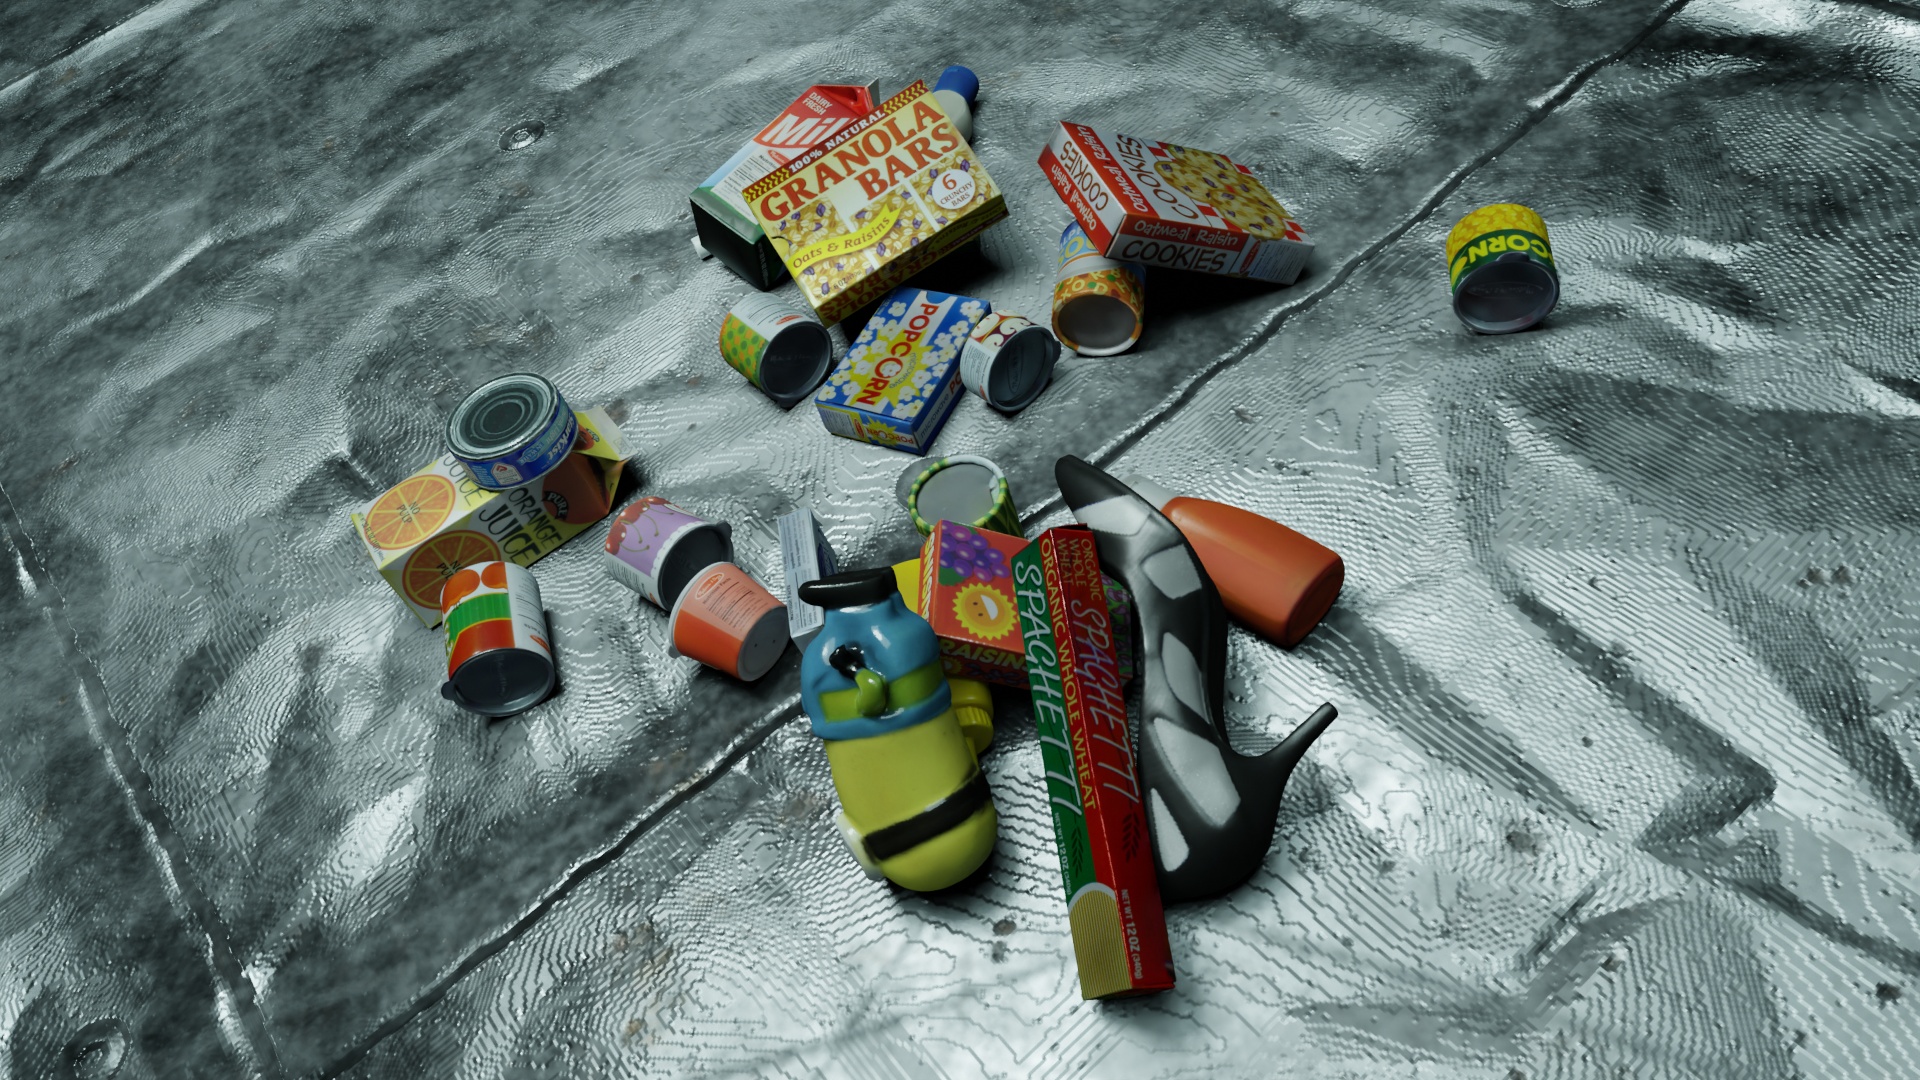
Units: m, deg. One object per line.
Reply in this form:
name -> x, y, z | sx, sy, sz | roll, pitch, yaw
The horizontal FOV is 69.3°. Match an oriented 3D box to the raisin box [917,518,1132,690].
raisin box -> 0.038, 0.043, 0.825 | 0.123, 0.039, 0.086 | 14, 51, -14

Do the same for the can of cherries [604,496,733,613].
can of cherries -> -0.196, 0.008, 0.942 | 0.058, 0.071, 0.072 | 24, 62, 33

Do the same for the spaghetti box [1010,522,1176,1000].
spaghetti box -> 0.067, 0.113, 0.740 | 0.029, 0.050, 0.251 | 4, 65, -27

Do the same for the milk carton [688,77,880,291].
milk carton -> -0.129, -0.305, 1.153 | 0.073, 0.072, 0.191 | 38, 72, 14

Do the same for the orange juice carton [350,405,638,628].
orange juice carton -> -0.330, -0.030, 1.009 | 0.193, 0.072, 0.072 | -35, 50, -13

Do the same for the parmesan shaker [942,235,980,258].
parmesan shaker -> -0.040, -0.250, 1.106 | 0.103, 0.071, 0.072 | -9, 50, 8

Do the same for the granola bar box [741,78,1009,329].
granola bar box -> -0.066, -0.256, 1.053 | 0.165, 0.039, 0.124 | -32, 70, 0

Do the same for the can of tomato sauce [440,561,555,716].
can of tomato sauce -> -0.313, 0.066, 0.930 | 0.071, 0.071, 0.083 | -23, 49, -2

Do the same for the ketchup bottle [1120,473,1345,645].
ketchup bottle -> 0.157, 0.004, 0.853 | 0.149, 0.043, 0.065 | 32, 69, 34

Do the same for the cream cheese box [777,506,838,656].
cream cheese box -> -0.095, 0.033, 0.900 | 0.024, 0.053, 0.104 | -18, 49, 5

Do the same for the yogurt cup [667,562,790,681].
yogurt cup -> -0.145, 0.055, 0.892 | 0.054, 0.072, 0.073 | 27, 64, 23

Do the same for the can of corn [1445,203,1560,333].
can of corn -> 0.361, -0.183, 0.926 | 0.071, 0.071, 0.058 | -3, 51, 15

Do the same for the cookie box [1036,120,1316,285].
cookie box -> 0.154, -0.241, 0.999 | 0.168, 0.040, 0.123 | 2, 43, -29

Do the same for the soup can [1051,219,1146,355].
soup can -> 0.101, -0.187, 1.007 | 0.071, 0.071, 0.084 | -3, 52, 15

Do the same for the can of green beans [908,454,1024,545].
can of green beans -> 0.004, -0.013, 0.904 | 0.071, 0.057, 0.071 | -8, 51, 10

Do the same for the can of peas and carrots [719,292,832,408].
can of peas and carrots -> -0.140, -0.144, 1.051 | 0.071, 0.070, 0.059 | -40, 52, -16

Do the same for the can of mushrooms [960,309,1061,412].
can of mushrooms -> 0.035, -0.128, 0.983 | 0.071, 0.070, 0.033 | -42, 52, -17

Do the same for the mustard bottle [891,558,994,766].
mustard bottle -> -0.014, 0.083, 0.838 | 0.065, 0.048, 0.161 | -18, 50, -3

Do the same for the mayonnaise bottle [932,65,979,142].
mayonnaise bottle -> -0.020, -0.351, 1.196 | 0.065, 0.041, 0.149 | 5, 53, 21

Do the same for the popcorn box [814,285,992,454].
popcorn box -> -0.038, -0.127, 1.022 | 0.085, 0.038, 0.127 | 14, 58, 28
